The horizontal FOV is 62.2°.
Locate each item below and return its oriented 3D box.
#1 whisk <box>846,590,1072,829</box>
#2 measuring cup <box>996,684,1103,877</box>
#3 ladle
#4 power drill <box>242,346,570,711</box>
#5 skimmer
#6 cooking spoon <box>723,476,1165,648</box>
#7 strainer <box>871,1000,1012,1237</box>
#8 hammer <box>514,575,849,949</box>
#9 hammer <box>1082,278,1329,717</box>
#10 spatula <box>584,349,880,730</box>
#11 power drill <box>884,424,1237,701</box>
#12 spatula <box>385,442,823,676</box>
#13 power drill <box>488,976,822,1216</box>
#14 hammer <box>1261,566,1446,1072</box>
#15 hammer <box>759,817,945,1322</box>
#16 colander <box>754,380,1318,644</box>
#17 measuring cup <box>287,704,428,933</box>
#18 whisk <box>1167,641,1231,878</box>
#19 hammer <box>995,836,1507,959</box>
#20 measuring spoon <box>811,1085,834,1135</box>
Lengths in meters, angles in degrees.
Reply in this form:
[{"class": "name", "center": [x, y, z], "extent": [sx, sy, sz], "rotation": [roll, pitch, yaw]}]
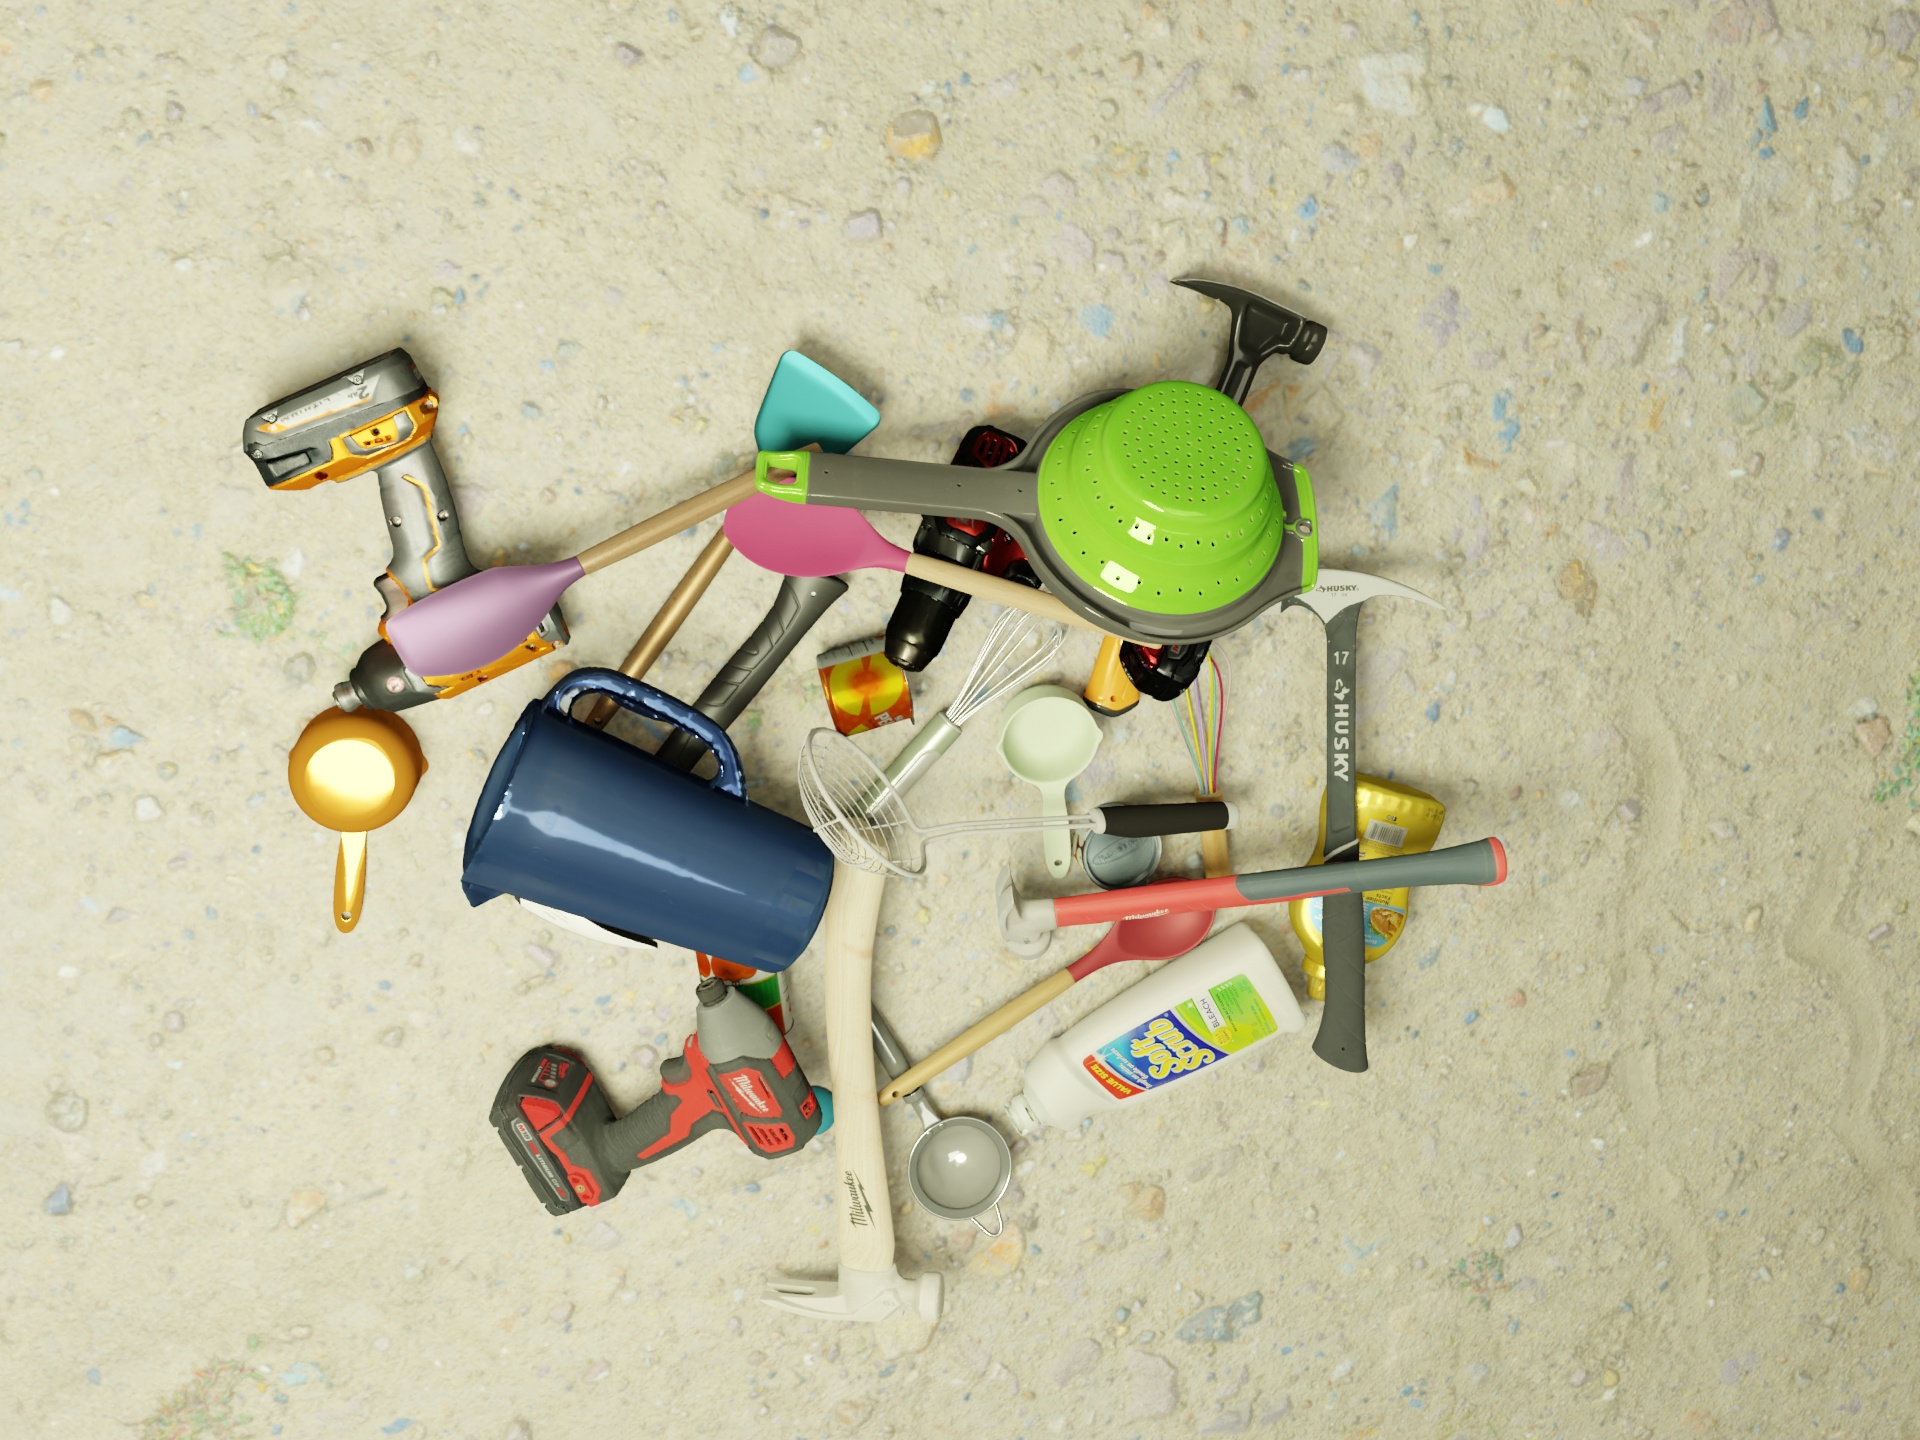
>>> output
[{"class": "whisk", "center": [-0.002, -0.004, 1.214], "extent": [0.246, 0.059, 0.057], "rotation": [-48, 137, 6]}, {"class": "measuring cup", "center": [0.070, 0.047, 1.252], "extent": [0.083, 0.038, 0.167], "rotation": [-8, 120, -3]}, {"class": "ladle", "center": [0.068, 0.221, 1.281], "extent": [0.315, 0.031, 0.069], "rotation": [-31, 102, -10]}, {"class": "power drill", "center": [-0.387, -0.117, 1.075], "extent": [0.164, 0.084, 0.226], "rotation": [-26, 113, -6]}, {"class": "skimmer", "center": [0.054, 0.057, 1.170], "extent": [0.363, 0.127, 0.090], "rotation": [-1, 132, -22]}, {"class": "cooking spoon", "center": [-0.012, -0.102, 1.107], "extent": [0.319, 0.017, 0.069], "rotation": [17, 86, 4]}, {"class": "strainer", "center": [-0.034, 0.307, 1.289], "extent": [0.087, 0.050, 0.258], "rotation": [-30, 103, -6]}, {"class": "hammer", "center": [-0.198, 0.021, 1.179], "extent": [0.146, 0.035, 0.335], "rotation": [39, 93, -18]}, {"class": "hammer", "center": [0.162, -0.164, 1.216], "extent": [0.127, 0.034, 0.337], "rotation": [18, 99, -18]}, {"class": "spatula", "center": [-0.180, -0.115, 1.143], "extent": [0.082, 0.044, 0.317], "rotation": [34, 96, -15]}, {"class": "power drill", "center": [0.068, -0.090, 1.148], "extent": [0.226, 0.080, 0.188], "rotation": [24, 80, 0]}, {"class": "spatula", "center": [-0.234, -0.115, 1.081], "extent": [0.316, 0.018, 0.059], "rotation": [-29, 114, -11]}, {"class": "power drill", "center": [-0.225, 0.275, 1.176], "extent": [0.219, 0.079, 0.143], "rotation": [-20, 109, 14]}, {"class": "hammer", "center": [0.308, 0.082, 1.265], "extent": [0.149, 0.036, 0.409], "rotation": [-1, 99, 9]}, {"class": "hammer", "center": [-0.092, 0.275, 1.227], "extent": [0.146, 0.038, 0.410], "rotation": [0, 103, 9]}, {"class": "colander", "center": [0.062, -0.168, 1.071], "extent": [0.397, 0.094, 0.205], "rotation": [4, 65, -6]}, {"class": "measuring cup", "center": [-0.432, 0.076, 1.127], "extent": [0.095, 0.052, 0.173], "rotation": [6, 101, -15]}, {"class": "whisk", "center": [0.196, 0.039, 1.268], "extent": [0.051, 0.047, 0.244], "rotation": [-29, 118, -40]}, {"class": "hammer", "center": [0.220, 0.124, 1.209], "extent": [0.386, 0.143, 0.038], "rotation": [-8, 64, 4]}, {"class": "measuring spoon", "center": [-0.159, 0.310, 1.268], "extent": [0.128, 0.021, 0.042], "rotation": [11, 101, -17]}]
